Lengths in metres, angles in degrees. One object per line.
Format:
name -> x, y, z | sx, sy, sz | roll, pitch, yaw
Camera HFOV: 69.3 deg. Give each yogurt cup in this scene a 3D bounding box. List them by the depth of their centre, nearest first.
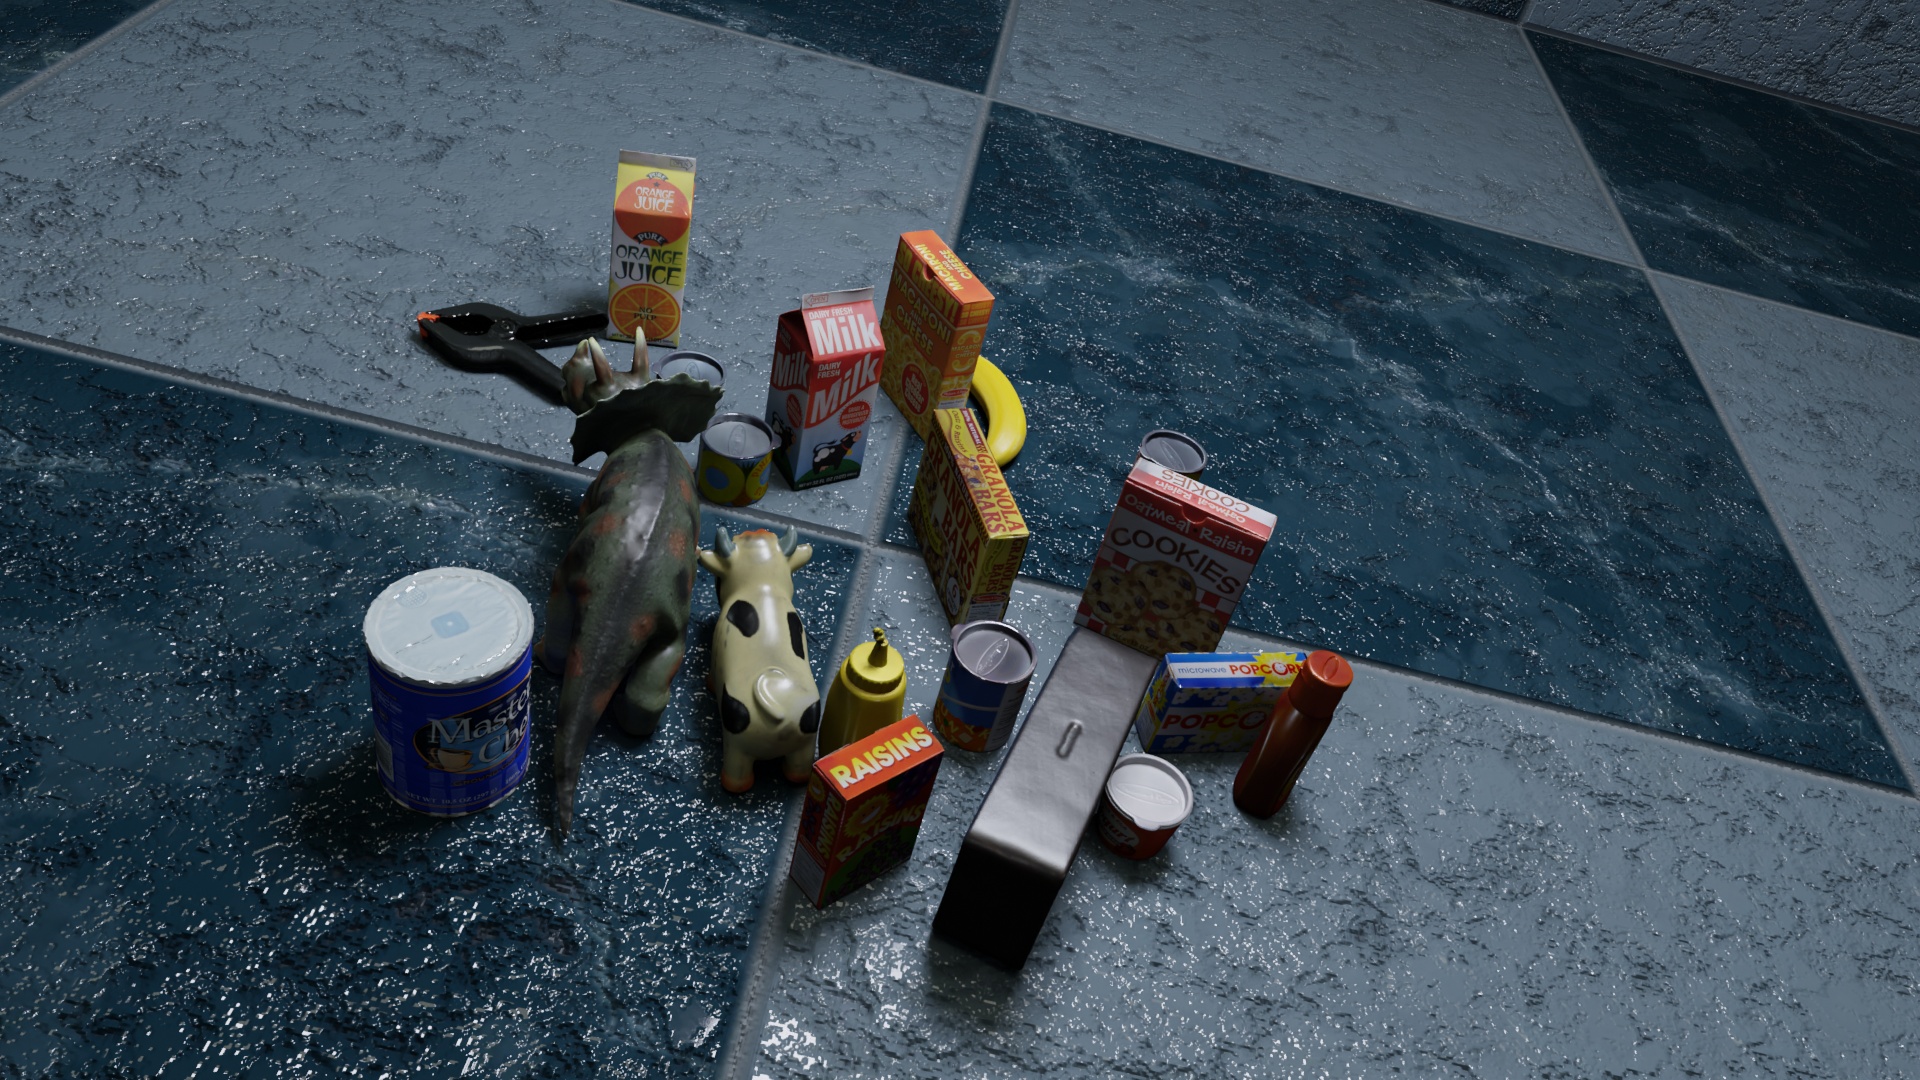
yogurt cup -> 0.134, 0.202, 1.041 | 0.072, 0.053, 0.073 | 9, 41, -8

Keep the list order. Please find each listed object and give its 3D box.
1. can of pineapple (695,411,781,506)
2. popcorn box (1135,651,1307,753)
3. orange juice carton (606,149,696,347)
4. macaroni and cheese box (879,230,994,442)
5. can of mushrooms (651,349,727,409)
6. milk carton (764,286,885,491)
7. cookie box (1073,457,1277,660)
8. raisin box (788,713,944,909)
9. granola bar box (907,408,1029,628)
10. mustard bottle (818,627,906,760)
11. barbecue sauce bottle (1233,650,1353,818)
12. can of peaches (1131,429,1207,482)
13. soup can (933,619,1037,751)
can of pineapple -> -0.200, -0.072, 1.239 | 0.071, 0.057, 0.071 | 9, 41, -8
popcorn box -> 0.214, 0.131, 1.123 | 0.127, 0.084, 0.038 | 1, 43, -17
orange juice carton -> -0.300, -0.288, 1.348 | 0.072, 0.191, 0.073 | 6, 41, -12
macaroni and cheese box -> -0.031, -0.197, 1.353 | 0.040, 0.165, 0.124 | -13, 48, -30
can of mushrooms -> -0.260, -0.150, 1.327 | 0.071, 0.033, 0.071 | 9, 41, -8
milk carton -> -0.122, -0.143, 1.243 | 0.072, 0.189, 0.074 | -14, 49, -30
cookie box -> 0.177, 0.026, 1.167 | 0.123, 0.166, 0.040 | 24, 41, 9
raisin box -> -0.065, 0.184, 0.943 | 0.086, 0.122, 0.040 | -21, 53, -36
granola bar box -> 0.004, -0.015, 1.190 | 0.039, 0.123, 0.166 | -2, 44, -21
mustard bottle -> -0.067, 0.120, 0.987 | 0.049, 0.159, 0.065 | -5, 45, -23
barbecue sauce bottle -> 0.257, 0.147, 1.071 | 0.044, 0.147, 0.065 | 28, 42, 14
can of peaches -> 0.199, -0.066, 1.363 | 0.071, 0.057, 0.071 | 9, 41, -8
soup can -> 0.016, 0.112, 1.081 | 0.071, 0.083, 0.072 | 9, 41, -8
